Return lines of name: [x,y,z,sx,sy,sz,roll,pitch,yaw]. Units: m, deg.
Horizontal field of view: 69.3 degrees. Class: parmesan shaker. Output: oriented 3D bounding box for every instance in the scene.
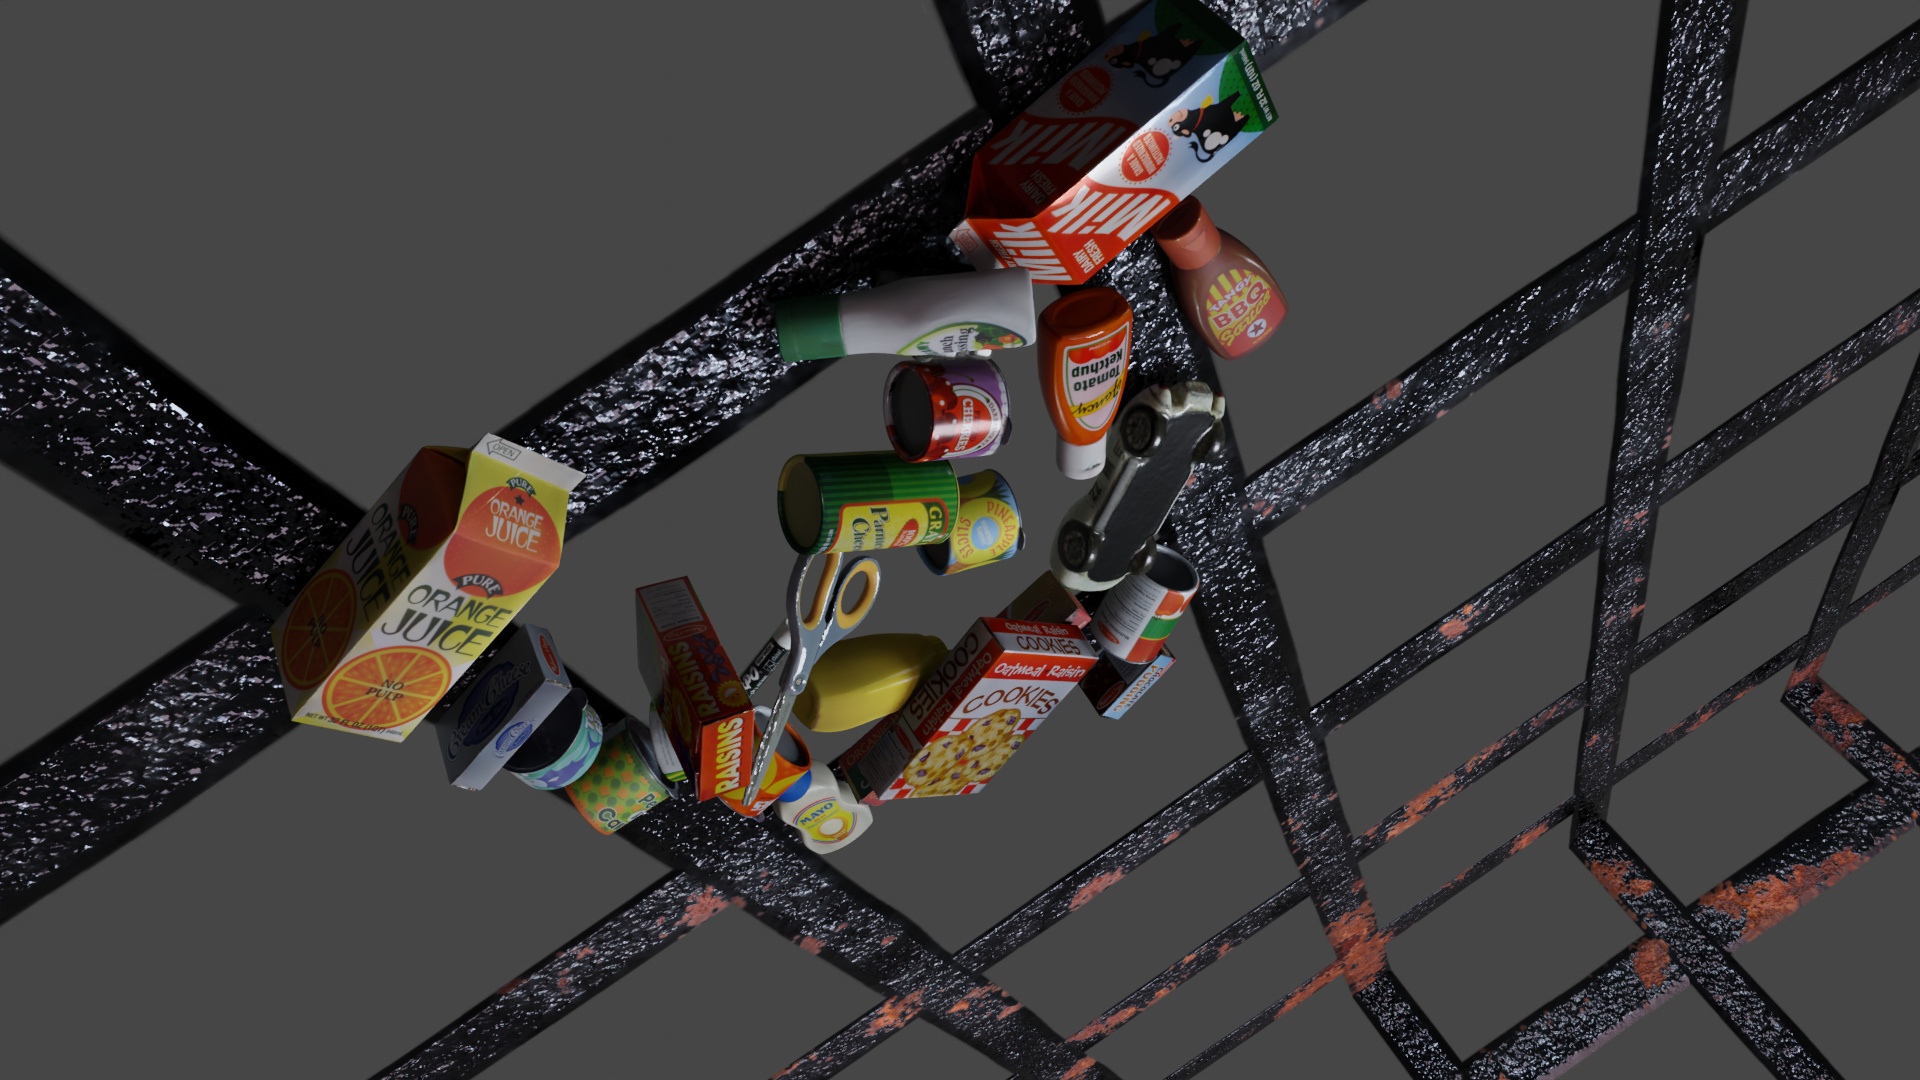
parmesan shaker: [-0.062,-0.025,0.921,0.103,0.071,0.071,-6,135,-34]

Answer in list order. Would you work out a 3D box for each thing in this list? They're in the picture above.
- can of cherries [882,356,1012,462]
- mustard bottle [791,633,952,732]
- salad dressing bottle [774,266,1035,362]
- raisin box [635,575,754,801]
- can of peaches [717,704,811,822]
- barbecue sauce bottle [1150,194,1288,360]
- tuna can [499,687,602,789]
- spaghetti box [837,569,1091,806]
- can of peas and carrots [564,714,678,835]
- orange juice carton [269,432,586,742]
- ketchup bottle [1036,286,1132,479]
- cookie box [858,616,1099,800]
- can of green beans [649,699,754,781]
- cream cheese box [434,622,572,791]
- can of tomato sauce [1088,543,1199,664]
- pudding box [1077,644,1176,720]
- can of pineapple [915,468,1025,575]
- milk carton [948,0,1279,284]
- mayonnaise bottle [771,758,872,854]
can of cherries: [-0.009,-0.084,0.891,0.058,0.072,0.071,-8,136,-32]
mustard bottle: [-0.057,0.103,1.074,0.161,0.065,0.048,-11,134,-37]
salad dressing bottle: [-0.032,-0.129,0.804,0.148,0.044,0.064,-6,173,2]
raisin box: [-0.177,0.097,0.917,0.040,0.124,0.085,-15,140,-26]
can of peaches: [-0.155,0.170,1.064,0.058,0.071,0.071,-43,143,9]
barbecue sauce bottle: [0.173,-0.182,0.949,0.065,0.044,0.148,-41,144,10]
tuna can: [-0.273,0.129,0.926,0.071,0.071,0.032,-32,145,-4]
spaghetti box: [0.000,0.125,1.155,0.249,0.050,0.028,-43,142,11]
can of peas and carrots: [-0.243,0.170,0.992,0.059,0.071,0.070,-32,144,-2]
orange juice carton: [-0.295,0.019,0.777,0.192,0.073,0.072,-45,143,13]
ketchup bottle: [0.085,-0.105,0.966,0.065,0.044,0.148,-24,143,-16]
cookie box: [0.015,0.132,1.090,0.123,0.040,0.166,9,126,-50]
can of green beans: [-0.184,0.134,0.992,0.058,0.071,0.071,-12,143,3]
cream cheese box: [-0.295,0.107,0.895,0.103,0.053,0.024,-46,141,15]
can of tomato sauce: [0.157,0.052,1.184,0.071,0.071,0.082,-3,133,-36]
pudding box: [0.150,0.118,1.266,0.083,0.050,0.030,-48,140,16]
can of pineapple: [0.004,-0.012,0.984,0.058,0.071,0.070,-15,140,-25]
milk carton: [0.081,-0.221,0.804,0.190,0.074,0.072,-40,145,7]
mayonnaise bottle: [-0.127,0.215,1.162,0.065,0.041,0.147,-32,145,-1]
